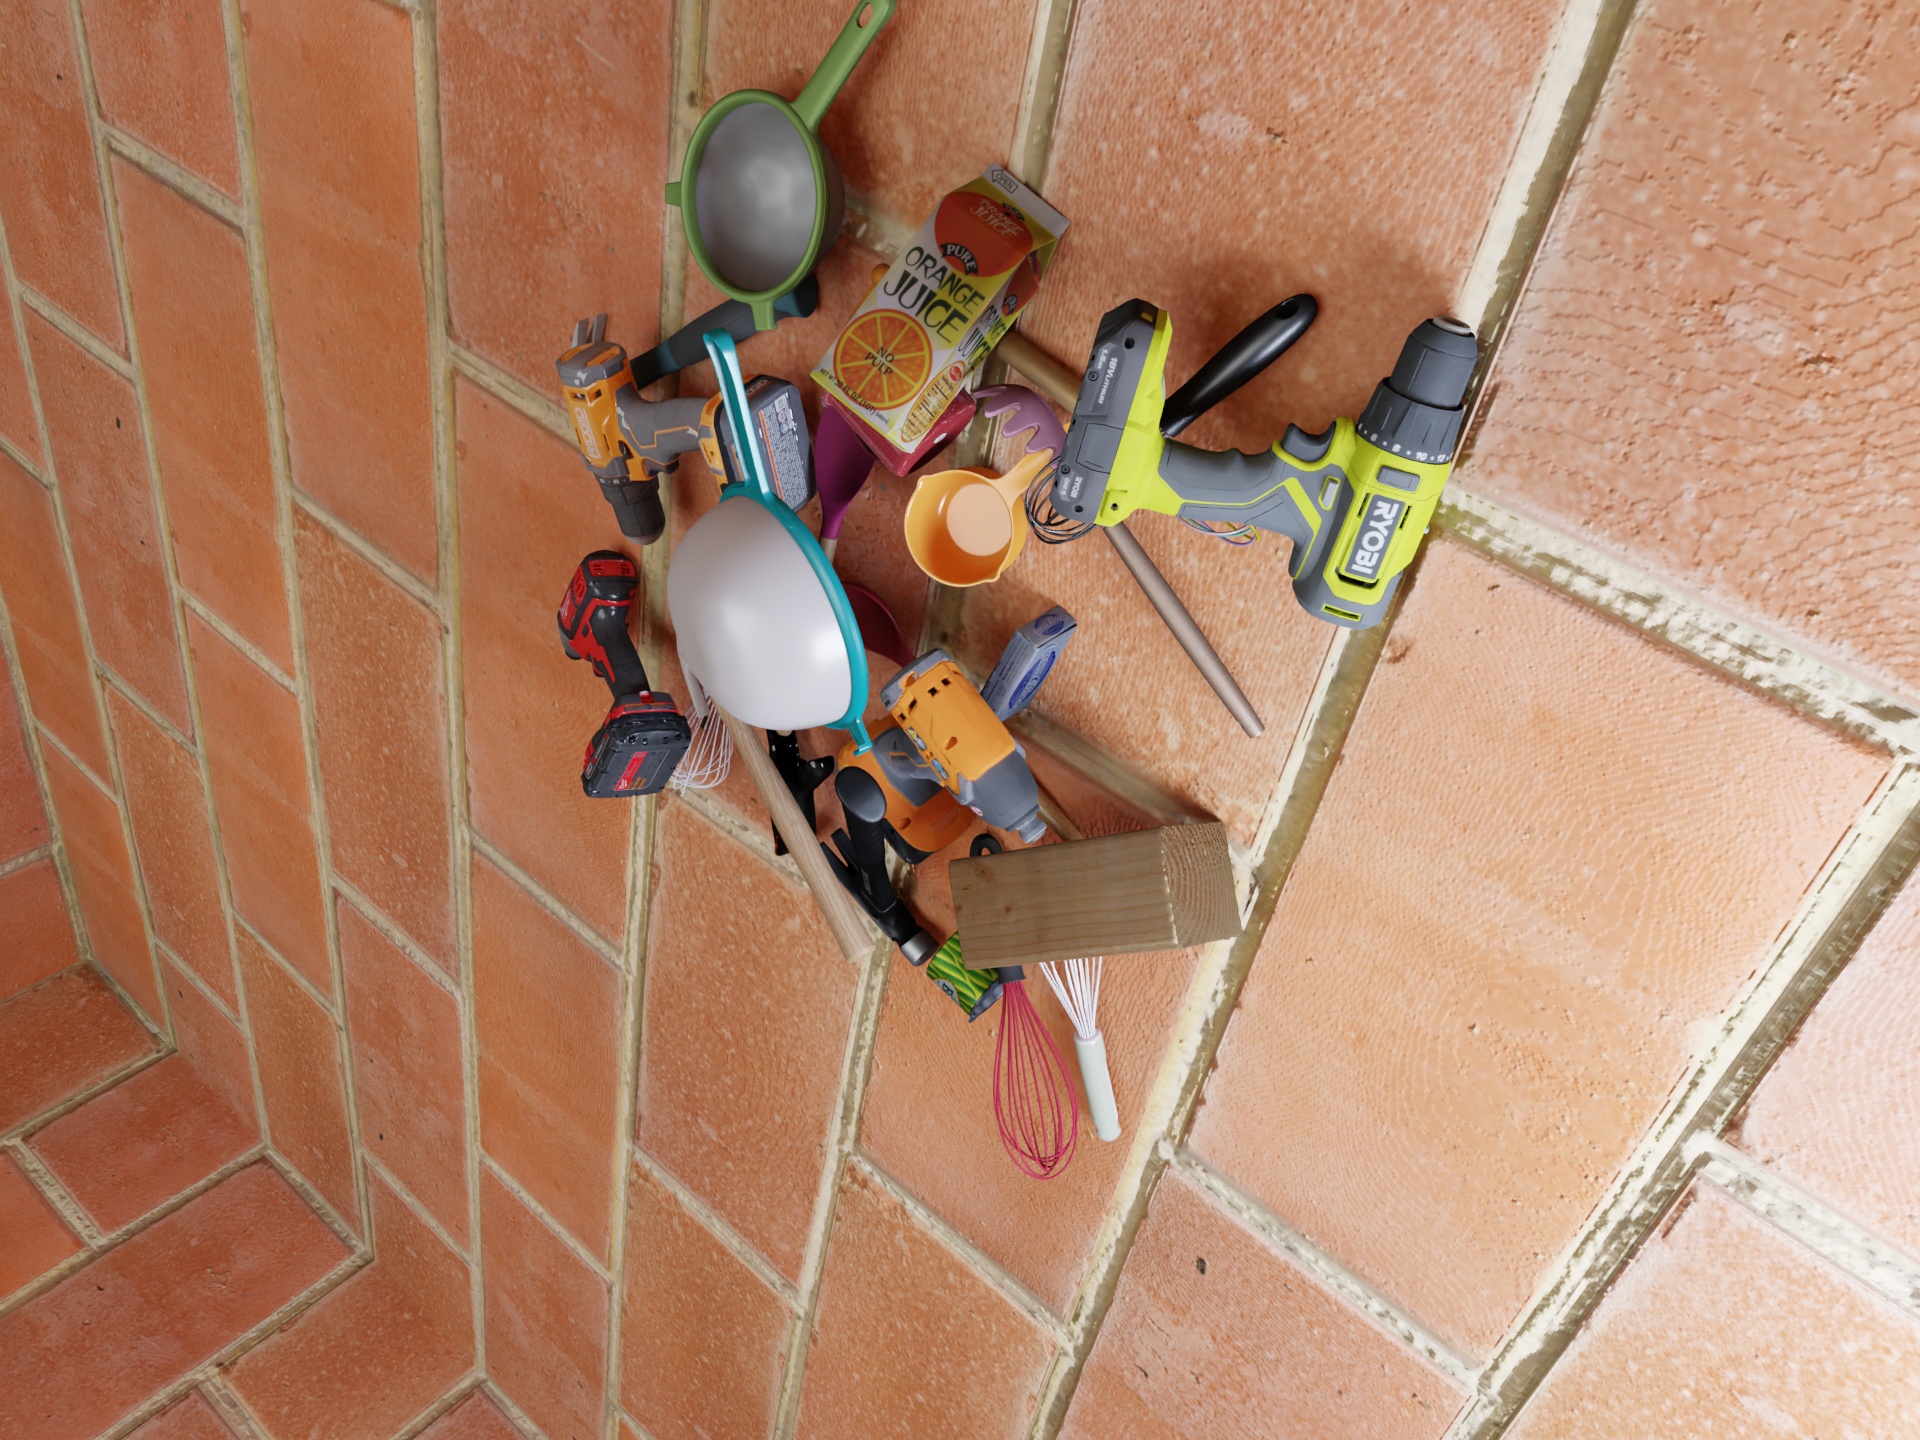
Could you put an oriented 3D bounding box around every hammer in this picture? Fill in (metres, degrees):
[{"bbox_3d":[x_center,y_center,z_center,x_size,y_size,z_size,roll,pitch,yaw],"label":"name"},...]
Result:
[{"bbox_3d":[-0.231,-0.317,1.355,0.331,0.033,0.128,-11,106,46],"label":"hammer"},{"bbox_3d":[-0.165,0.062,1.395,0.331,0.031,0.130,61,161,10],"label":"hammer"},{"bbox_3d":[-0.080,0.110,1.352,0.146,0.035,0.334,46,165,17],"label":"hammer"}]

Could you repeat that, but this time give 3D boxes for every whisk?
[{"bbox_3d":[-0.226,-0.035,1.504,0.070,0.070,0.284,41,130,18],"label":"whisk"},{"bbox_3d":[0.114,-0.199,1.092,0.245,0.047,0.051,42,118,22],"label":"whisk"},{"bbox_3d":[0.109,0.264,1.371,0.058,0.059,0.246,-107,4,-65],"label":"whisk"},{"bbox_3d":[0.047,0.242,1.354,0.073,0.073,0.296,-19,79,47],"label":"whisk"},{"bbox_3d":[0.133,-0.195,1.032,0.239,0.055,0.055,-37,86,26],"label":"whisk"}]

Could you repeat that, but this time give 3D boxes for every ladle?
[{"bbox_3d":[-0.002,-0.004,1.327,0.315,0.031,0.069,47,147,10],"label":"ladle"}]

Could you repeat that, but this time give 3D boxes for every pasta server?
[{"bbox_3d":[0.115,-0.113,1.125,0.040,0.060,0.316,-36,96,4],"label":"pasta server"}]

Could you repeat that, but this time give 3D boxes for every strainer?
[{"bbox_3d":[-0.176,-0.122,1.199,0.211,0.095,0.340,35,146,44],"label":"strainer"},{"bbox_3d":[-0.107,-0.420,1.159,0.256,0.069,0.151,-46,73,36],"label":"strainer"}]

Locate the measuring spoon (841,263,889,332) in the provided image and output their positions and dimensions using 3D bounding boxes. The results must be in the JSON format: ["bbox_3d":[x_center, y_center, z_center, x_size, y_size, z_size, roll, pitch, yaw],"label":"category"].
[{"bbox_3d":[-0.081,-0.307,1.233,0.021,0.011,0.117,49,137,10],"label":"measuring spoon"}]

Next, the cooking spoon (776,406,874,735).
[{"bbox_3d":[-0.115,-0.129,1.320,0.069,0.017,0.318,32,118,32],"label":"cooking spoon"}]

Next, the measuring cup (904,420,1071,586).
[{"bbox_3d":[0.038,-0.171,1.183,0.173,0.052,0.095,-37,89,23],"label":"measuring cup"}]

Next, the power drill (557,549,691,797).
[{"bbox_3d":[-0.339,-0.041,1.546,0.143,0.078,0.220,-51,52,45],"label":"power drill"}]

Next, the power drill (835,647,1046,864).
[{"bbox_3d":[-0.014,0.046,1.278,0.164,0.084,0.226,52,158,2],"label":"power drill"}]

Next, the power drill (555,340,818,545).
[{"bbox_3d":[-0.232,-0.218,1.349,0.226,0.084,0.185,15,134,30],"label":"power drill"}]

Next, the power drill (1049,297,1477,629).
[{"bbox_3d":[0.183,-0.173,0.963,0.228,0.080,0.190,16,119,1],"label":"power drill"}]
